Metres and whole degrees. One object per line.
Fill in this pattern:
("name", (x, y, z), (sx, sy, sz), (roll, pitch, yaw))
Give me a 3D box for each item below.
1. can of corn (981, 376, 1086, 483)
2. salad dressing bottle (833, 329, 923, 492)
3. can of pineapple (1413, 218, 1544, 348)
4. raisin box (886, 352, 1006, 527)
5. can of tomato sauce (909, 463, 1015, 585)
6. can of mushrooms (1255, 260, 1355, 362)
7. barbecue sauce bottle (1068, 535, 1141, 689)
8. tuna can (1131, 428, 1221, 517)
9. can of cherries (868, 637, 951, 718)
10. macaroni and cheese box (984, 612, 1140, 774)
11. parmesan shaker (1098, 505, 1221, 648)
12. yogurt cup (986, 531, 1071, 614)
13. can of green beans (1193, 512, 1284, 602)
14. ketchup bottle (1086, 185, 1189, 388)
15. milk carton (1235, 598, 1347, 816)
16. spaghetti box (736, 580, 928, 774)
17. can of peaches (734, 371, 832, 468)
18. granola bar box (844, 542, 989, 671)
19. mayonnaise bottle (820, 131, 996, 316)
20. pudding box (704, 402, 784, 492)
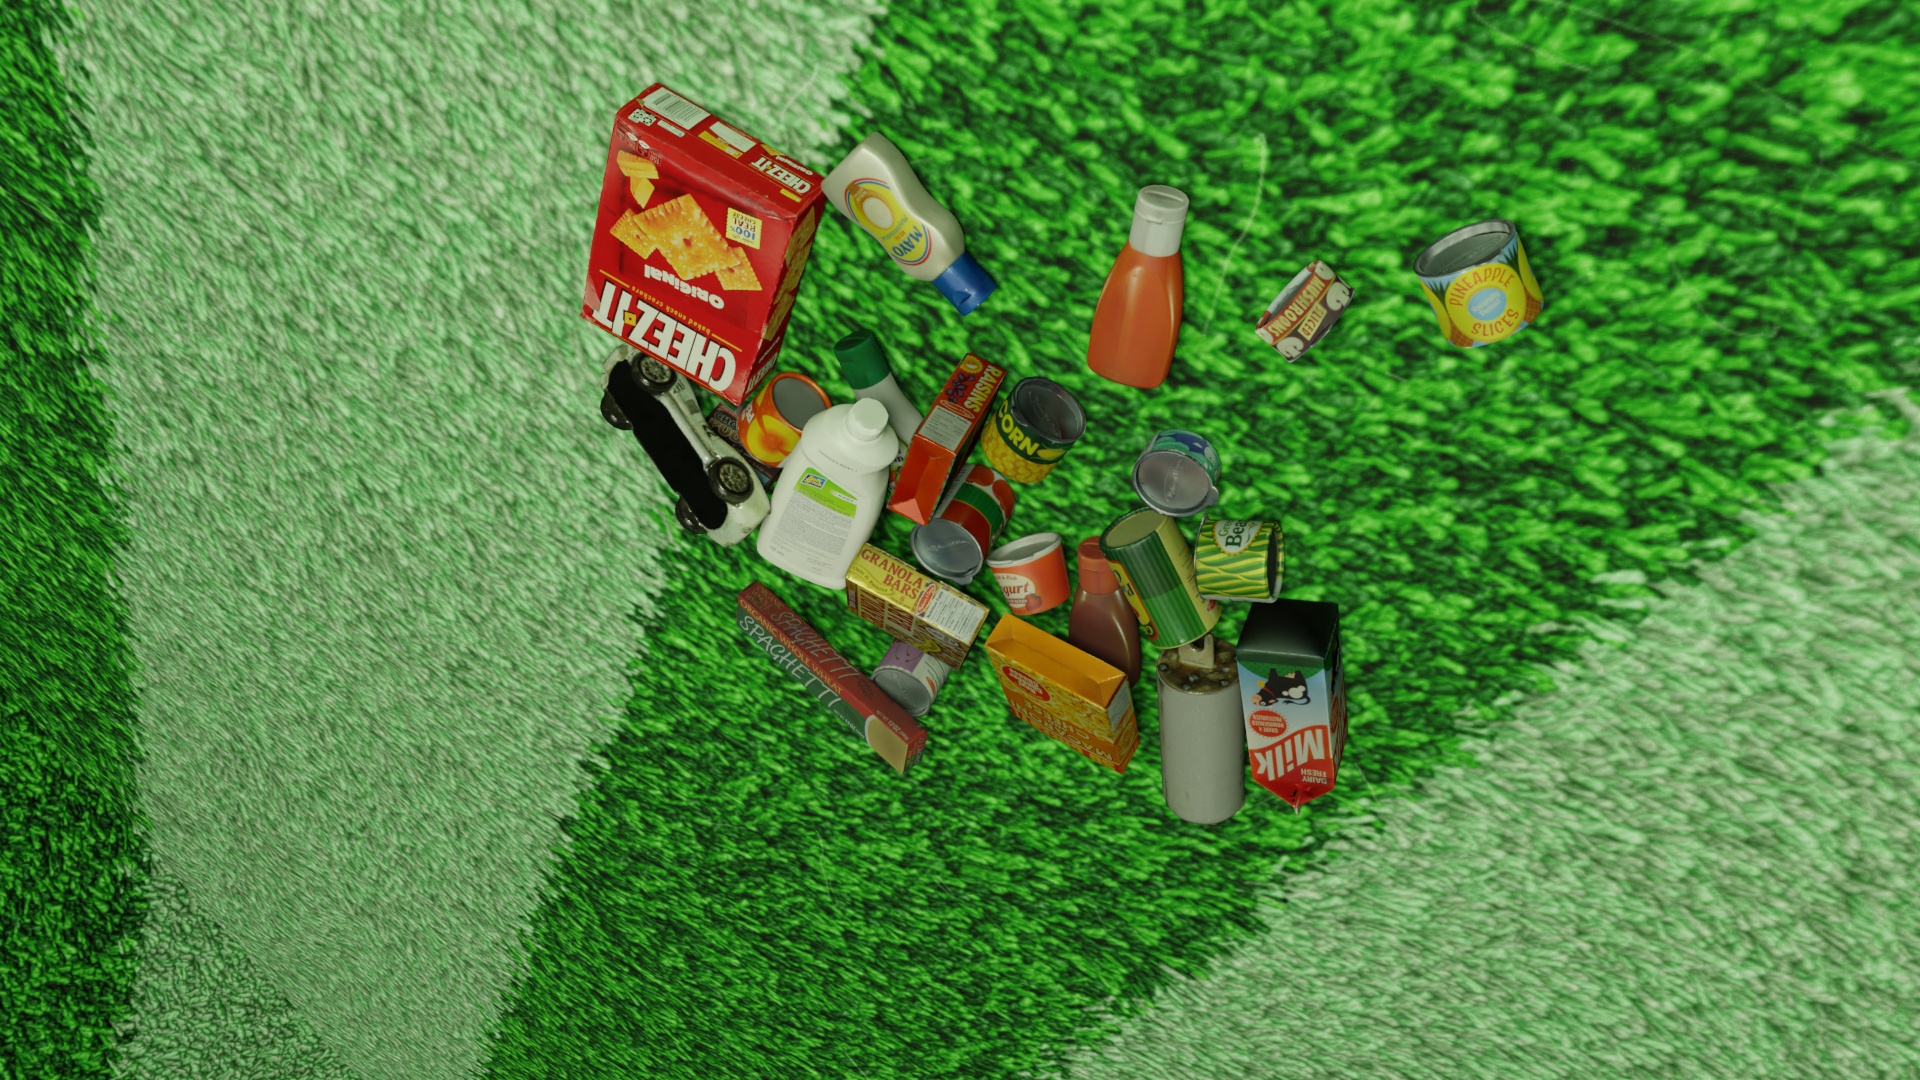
("can of corn", (0.056, -0.087, 1.112), (0.071, 0.071, 0.058), (35, 135, -3))
("salad dressing bottle", (-0.062, -0.106, 1.176), (0.064, 0.044, 0.147), (3, 129, 41))
("can of pineapple", (0.337, -0.166, 0.901), (0.071, 0.071, 0.057), (-15, 119, 36))
("raisin box", (-0.011, -0.082, 1.114), (0.040, 0.124, 0.085), (26, 134, 4))
("can of tomato sauce", (0.004, -0.015, 1.190), (0.071, 0.083, 0.070), (14, 132, 17))
("can of mushrooms", (0.237, -0.158, 0.958), (0.033, 0.071, 0.070), (40, 134, -6))
("barbecue sauce bottle", (0.125, 0.065, 1.222), (0.065, 0.044, 0.147), (13, 131, 26))
("tuna can", (0.175, -0.053, 1.105), (0.071, 0.033, 0.070), (14, 132, 17))
("can of cherries", (-0.051, 0.130, 1.358), (0.071, 0.059, 0.071), (14, 133, 16))
("macaroni and cheese box", (0.094, 0.140, 1.244), (0.124, 0.040, 0.165), (27, 160, 24))
("parmesan shaker", (0.165, 0.028, 1.155), (0.071, 0.072, 0.103), (-15, 115, 36))
("yogurt cup", (0.062, 0.029, 1.201), (0.072, 0.073, 0.053), (-10, 107, 33))
("can of green beans", (0.224, 0.016, 1.114), (0.058, 0.071, 0.071), (2, 128, 25))
("ketchup bottle", (0.134, -0.183, 1.010), (0.065, 0.044, 0.148), (18, 133, 12))
("milk carton", (0.286, 0.146, 1.185), (0.073, 0.073, 0.189), (3, 128, 25))
("spaghetti box", (-0.131, 0.131, 1.362), (0.250, 0.029, 0.049), (38, 139, 25))
("can of peaches", (-0.154, -0.107, 1.208), (0.071, 0.071, 0.057), (43, 133, -10))
("granola bar box", (-0.041, 0.062, 1.255), (0.124, 0.039, 0.165), (28, 167, 3))
("mayonnaise bottle", (-0.035, -0.236, 1.056), (0.148, 0.041, 0.064), (45, 131, -12))
("pudding box", (-0.200, -0.082, 1.264), (0.084, 0.050, 0.030), (36, 129, -3))
